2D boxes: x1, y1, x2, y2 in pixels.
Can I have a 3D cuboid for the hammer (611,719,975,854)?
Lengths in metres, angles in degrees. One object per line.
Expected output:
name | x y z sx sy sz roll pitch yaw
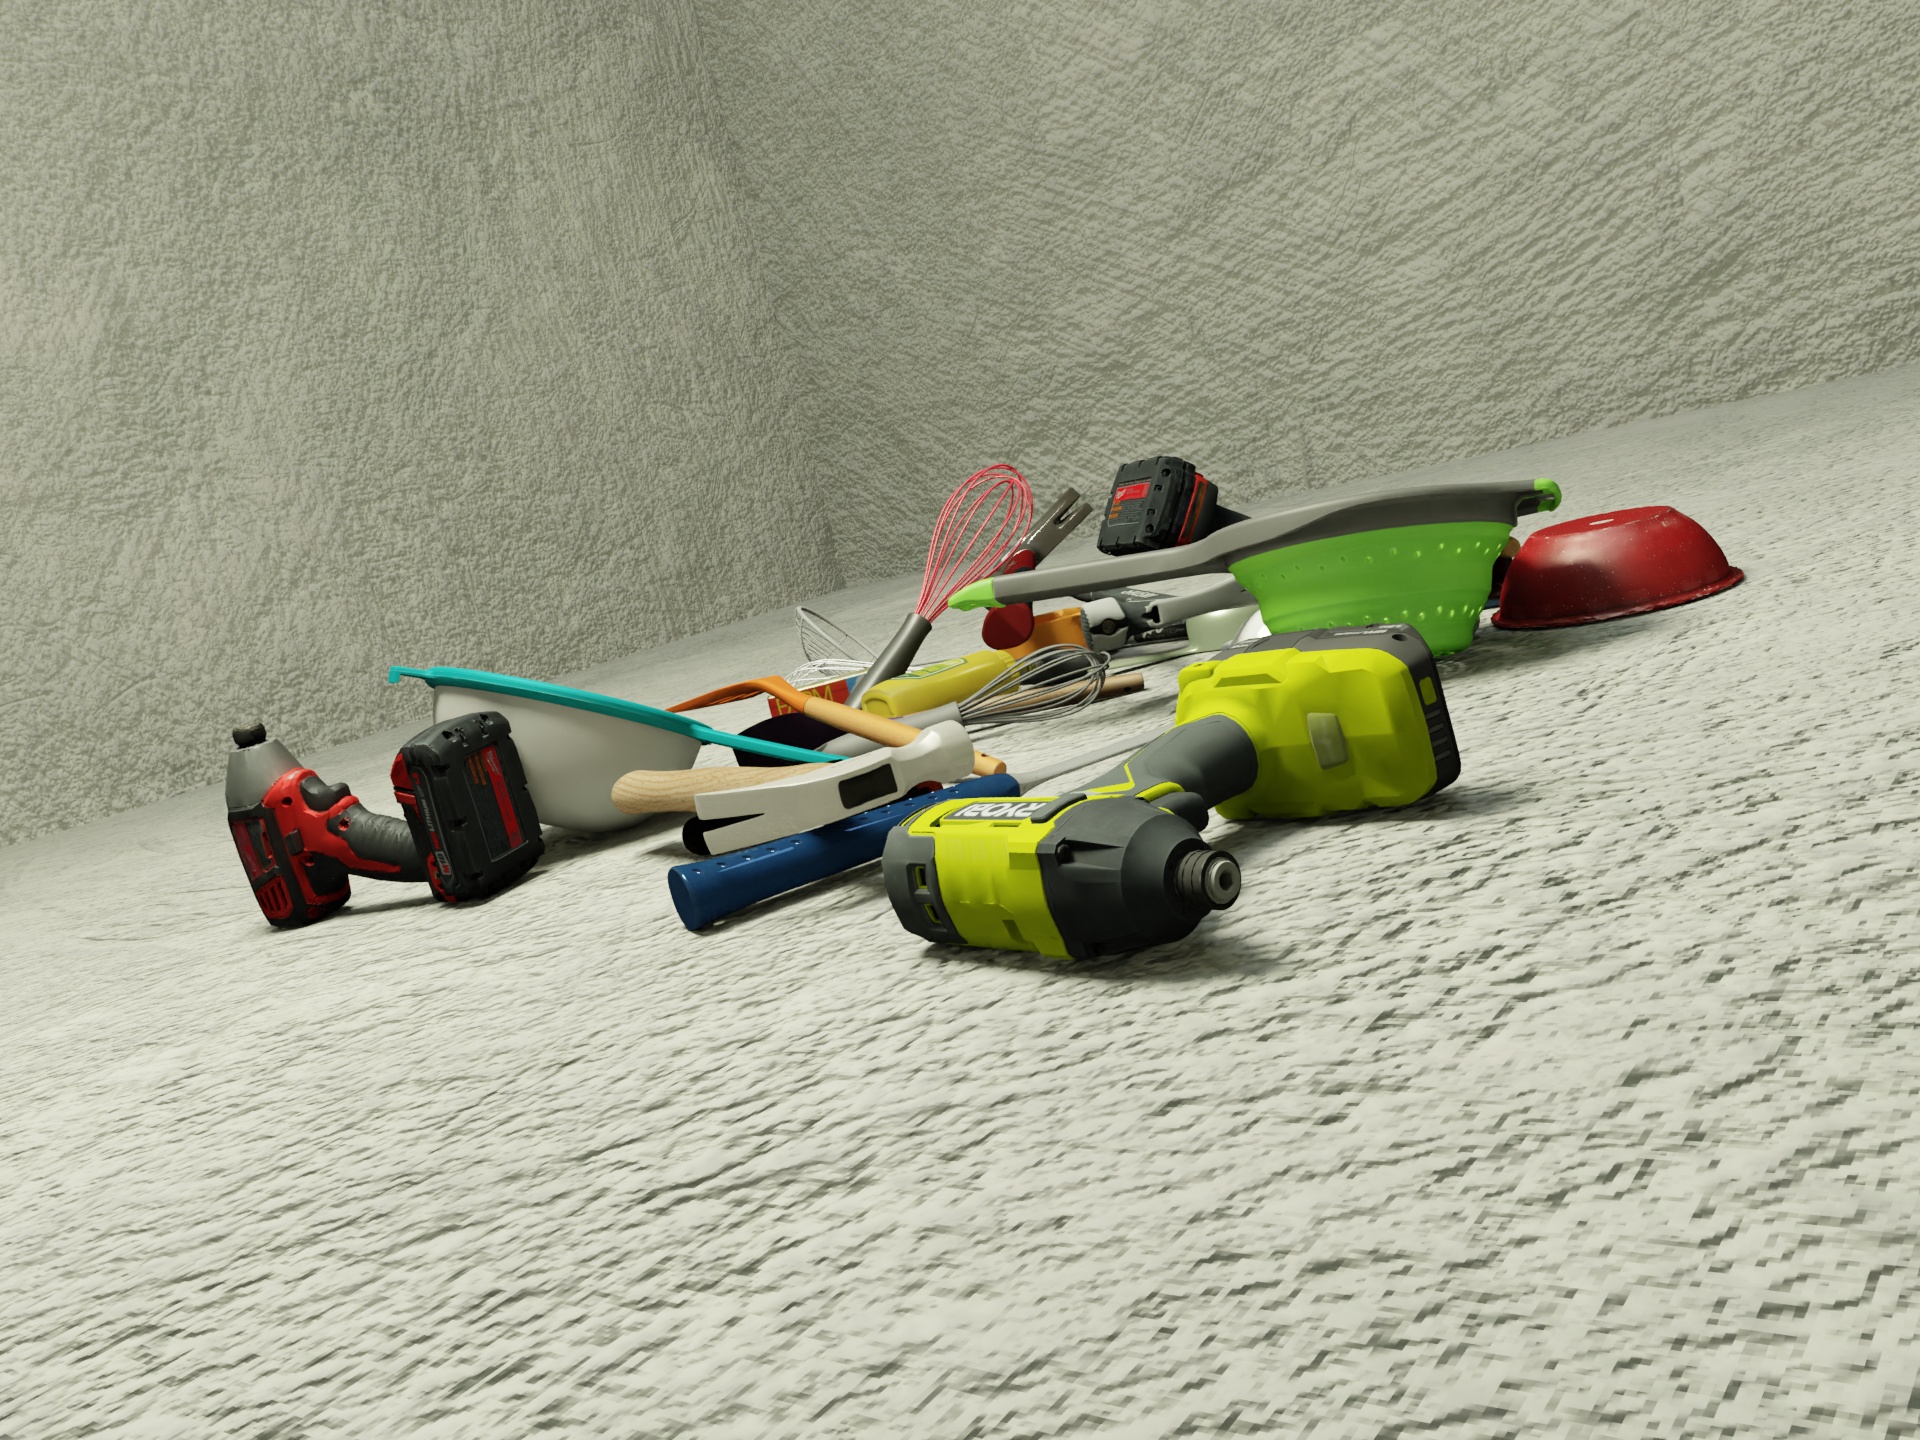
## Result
hammer | -0.131 0.040 0.910 0.130 0.031 0.331 -19 7 -31

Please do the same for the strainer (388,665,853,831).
strainer | -0.230 0.041 1.135 0.340 0.095 0.211 11 -6 17

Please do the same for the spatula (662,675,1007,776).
spatula | -0.087 0.005 1.098 0.081 0.041 0.323 -13 22 -42

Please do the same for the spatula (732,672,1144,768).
spatula | -0.017 -0.003 1.204 0.316 0.059 0.018 -10 43 2

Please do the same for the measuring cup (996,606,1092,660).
measuring cup | 0.110 -0.069 1.386 0.174 0.052 0.095 -6 11 34

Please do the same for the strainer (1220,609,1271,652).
strainer | 0.253 -0.071 1.195 0.087 0.050 0.258 6 12 20

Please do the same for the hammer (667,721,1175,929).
hammer | 0.038 0.033 0.875 0.405 0.035 0.144 -18 9 -24

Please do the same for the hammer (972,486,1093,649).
hammer | 0.060 -0.128 1.381 0.143 0.038 0.386 -45 7 11

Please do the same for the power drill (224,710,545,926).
power drill | -0.402 0.061 1.076 0.220 0.143 0.078 -8 13 24

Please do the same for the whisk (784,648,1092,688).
whisk | -0.025 -0.032 1.368 0.284 0.070 0.070 -7 10 15

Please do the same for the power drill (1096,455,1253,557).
power drill | 0.237 -0.152 1.381 0.226 0.080 0.188 17 -1 -17

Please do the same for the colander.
colander | 0.184 -0.072 1.028 0.397 0.094 0.204 -8 -3 20

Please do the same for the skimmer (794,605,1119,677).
skimmer | -0.007 -0.087 1.557 0.363 0.090 0.127 -6 -20 33

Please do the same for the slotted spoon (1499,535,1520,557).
slotted spoon | 0.353 -0.141 1.184 0.070 0.031 0.314 -15 11 2

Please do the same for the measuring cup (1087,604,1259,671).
measuring cup | 0.183 -0.074 1.325 0.167 0.038 0.083 -13 8 -8

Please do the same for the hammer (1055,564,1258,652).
hammer | 0.131 -0.107 1.306 0.149 0.036 0.409 -14 10 -6

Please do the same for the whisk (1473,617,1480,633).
whisk | 0.309 -0.098 1.173 0.059 0.057 0.246 -45 22 1

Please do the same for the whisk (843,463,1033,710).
whisk | -0.025 -0.098 1.325 0.073 0.073 0.296 -2 51 55

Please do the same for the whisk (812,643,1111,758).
whisk | -0.002 -0.005 1.163 0.239 0.055 0.055 -19 8 0

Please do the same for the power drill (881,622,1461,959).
power drill | 0.100 0.032 0.660 0.223 0.080 0.171 -25 12 -36
